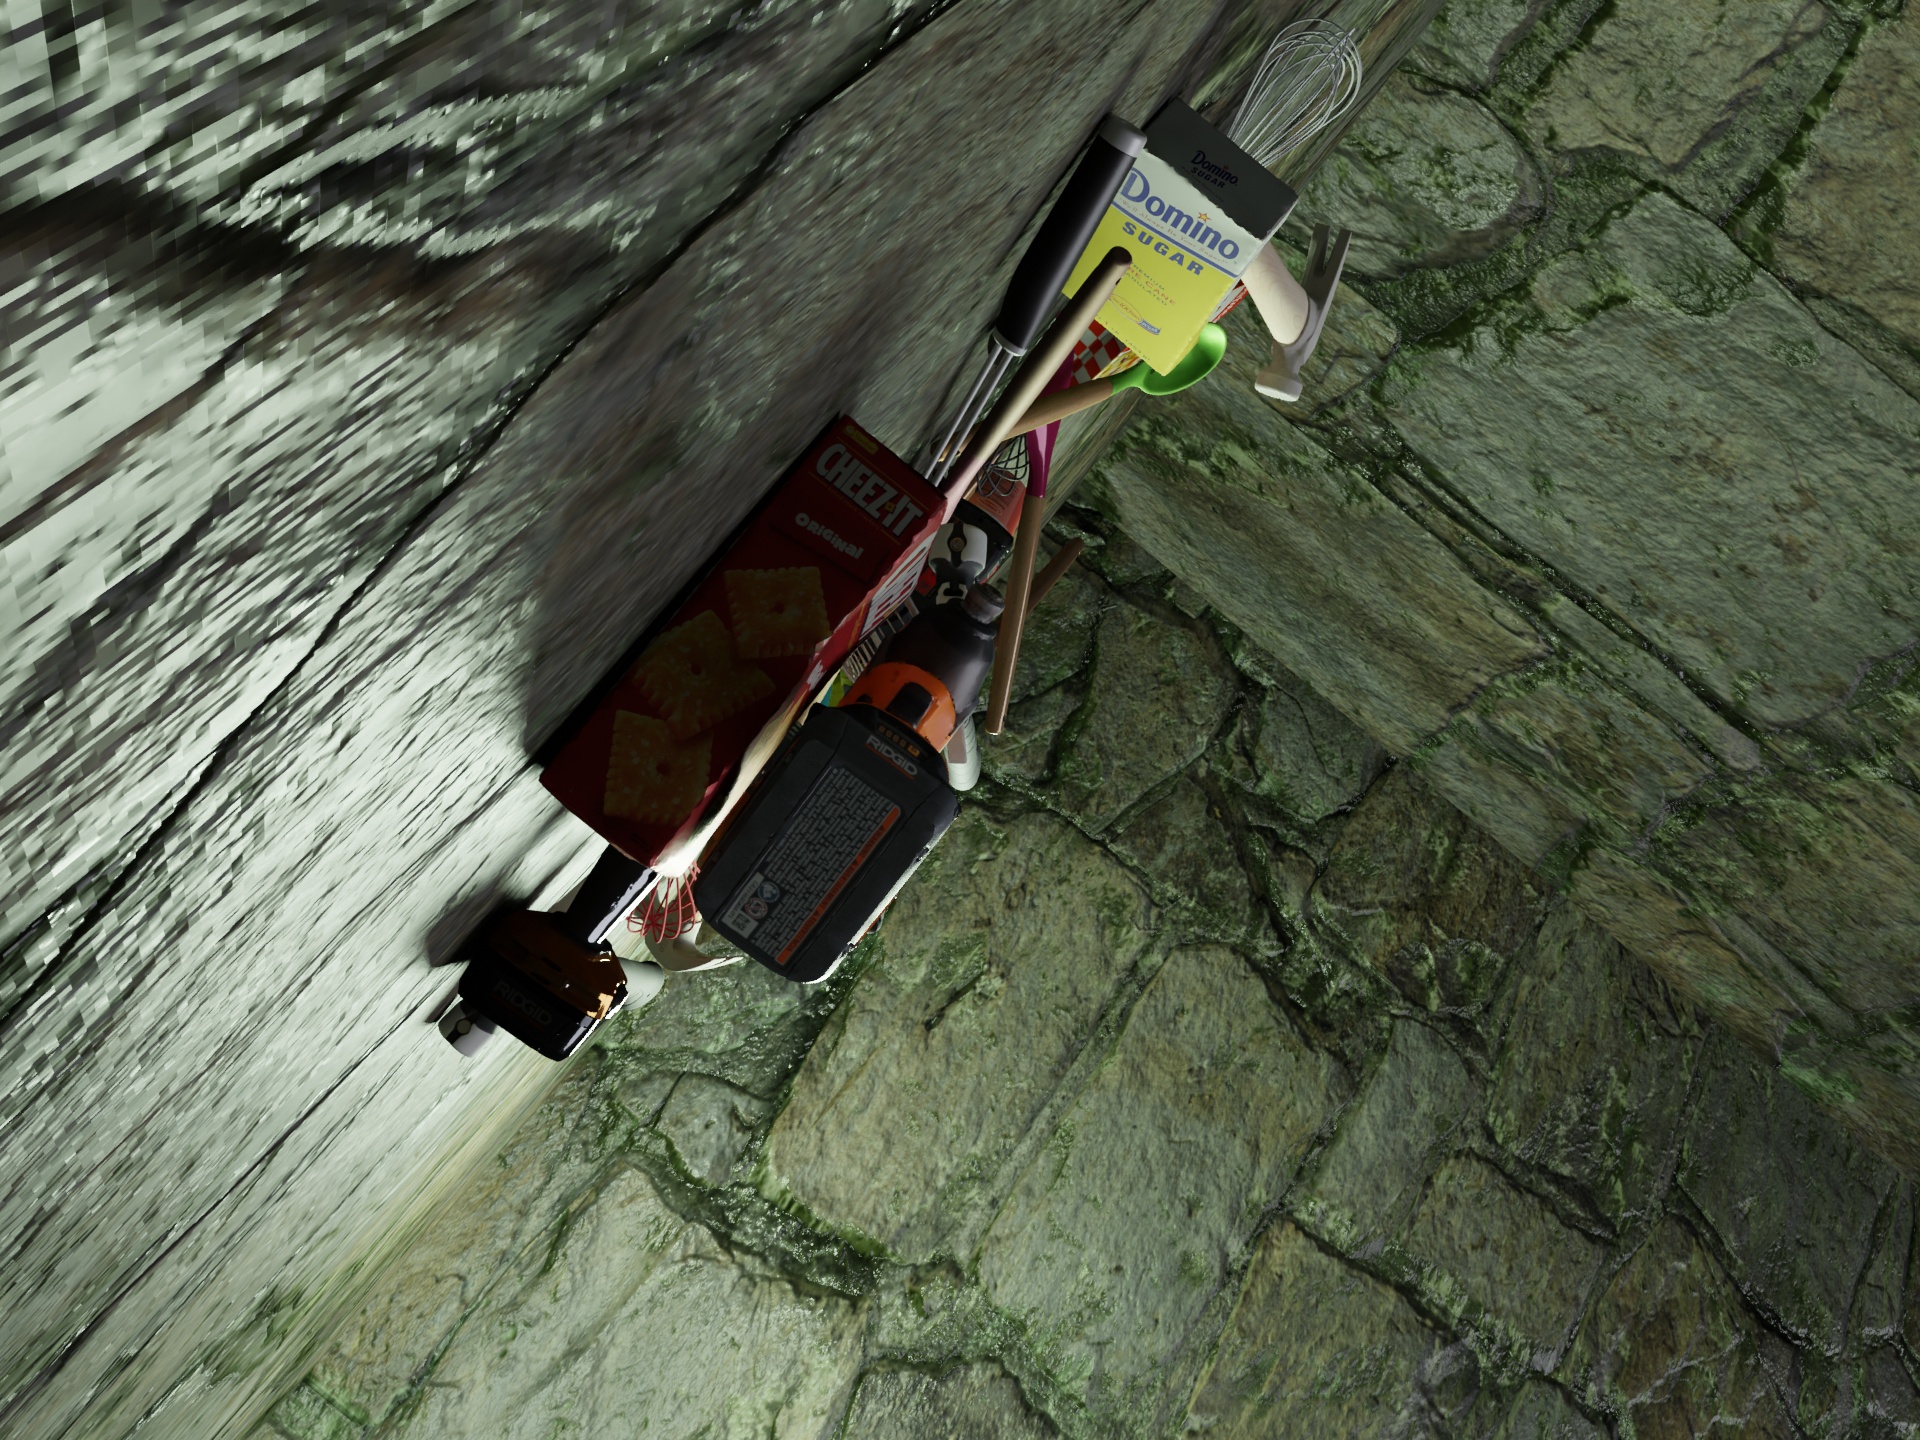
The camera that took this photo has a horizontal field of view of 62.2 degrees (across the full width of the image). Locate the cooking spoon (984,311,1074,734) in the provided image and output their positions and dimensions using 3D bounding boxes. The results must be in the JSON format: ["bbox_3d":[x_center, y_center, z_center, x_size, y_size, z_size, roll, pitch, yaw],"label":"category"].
[{"bbox_3d":[0.052,-0.142,1.185,0.069,0.017,0.318,-25,128,-65],"label":"cooking spoon"}]

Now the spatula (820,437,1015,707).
[{"bbox_3d":[-0.042,-0.122,1.334,0.317,0.044,0.082,-52,170,-7],"label":"spatula"}]

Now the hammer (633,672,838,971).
[{"bbox_3d":[-0.177,0.073,1.298,0.031,0.130,0.331,2,127,-47],"label":"hammer"}]

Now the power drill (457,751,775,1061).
[{"bbox_3d":[-0.188,0.080,0.945,0.226,0.084,0.185,-55,-178,-6],"label":"power drill"}]

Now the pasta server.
[{"bbox_3d":[0.016,-0.182,0.950,0.060,0.040,0.316,-50,-178,-34],"label":"pasta server"}]

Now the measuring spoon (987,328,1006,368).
[{"bbox_3d":[0.049,-0.258,0.913,0.124,0.018,0.034,-57,180,16],"label":"measuring spoon"}]

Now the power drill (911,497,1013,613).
[{"bbox_3d":[-0.027,-0.082,1.271,0.143,0.078,0.219,-51,170,-24],"label":"power drill"}]

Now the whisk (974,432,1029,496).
[{"bbox_3d":[0.049,-0.232,1.259,0.055,0.055,0.239,-50,-176,32],"label":"whisk"}]

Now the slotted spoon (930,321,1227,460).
[{"bbox_3d":[0.089,-0.236,1.144,0.314,0.031,0.070,-29,156,-40],"label":"slotted spoon"}]

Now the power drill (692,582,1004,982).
[{"bbox_3d":[-0.041,0.016,0.788,0.164,0.084,0.226,-52,-175,18],"label":"power drill"}]

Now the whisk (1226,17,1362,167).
[{"bbox_3d":[0.190,-0.396,1.161,0.070,0.070,0.284,-51,-174,-40],"label":"whisk"}]

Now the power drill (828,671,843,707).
[{"bbox_3d":[-0.115,0.024,1.432,0.171,0.080,0.223,-20,-161,34],"label":"power drill"}]

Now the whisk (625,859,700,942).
[{"bbox_3d":[-0.218,0.101,1.199,0.073,0.073,0.295,-51,175,-30],"label":"whisk"}]

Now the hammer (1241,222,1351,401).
[{"bbox_3d":[0.218,-0.342,1.156,0.410,0.038,0.146,0,109,-68],"label":"hammer"}]

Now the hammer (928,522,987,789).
[{"bbox_3d":[-0.002,-0.004,1.172,0.408,0.036,0.149,85,10,-76],"label":"hammer"}]

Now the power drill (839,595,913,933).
[{"bbox_3d":[-0.071,0.011,1.078,0.229,0.080,0.190,-75,166,-44],"label":"power drill"}]

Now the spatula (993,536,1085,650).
[{"bbox_3d":[0.025,-0.067,1.326,0.316,0.018,0.059,-48,168,-39],"label":"spatula"}]

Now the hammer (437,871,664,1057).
[{"bbox_3d":[-0.259,0.177,1.139,0.146,0.035,0.334,-46,171,-7],"label":"hammer"}]

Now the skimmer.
[{"bbox_3d":[0.017,-0.154,0.873,0.090,0.127,0.363,-3,135,-45],"label":"skimmer"}]
